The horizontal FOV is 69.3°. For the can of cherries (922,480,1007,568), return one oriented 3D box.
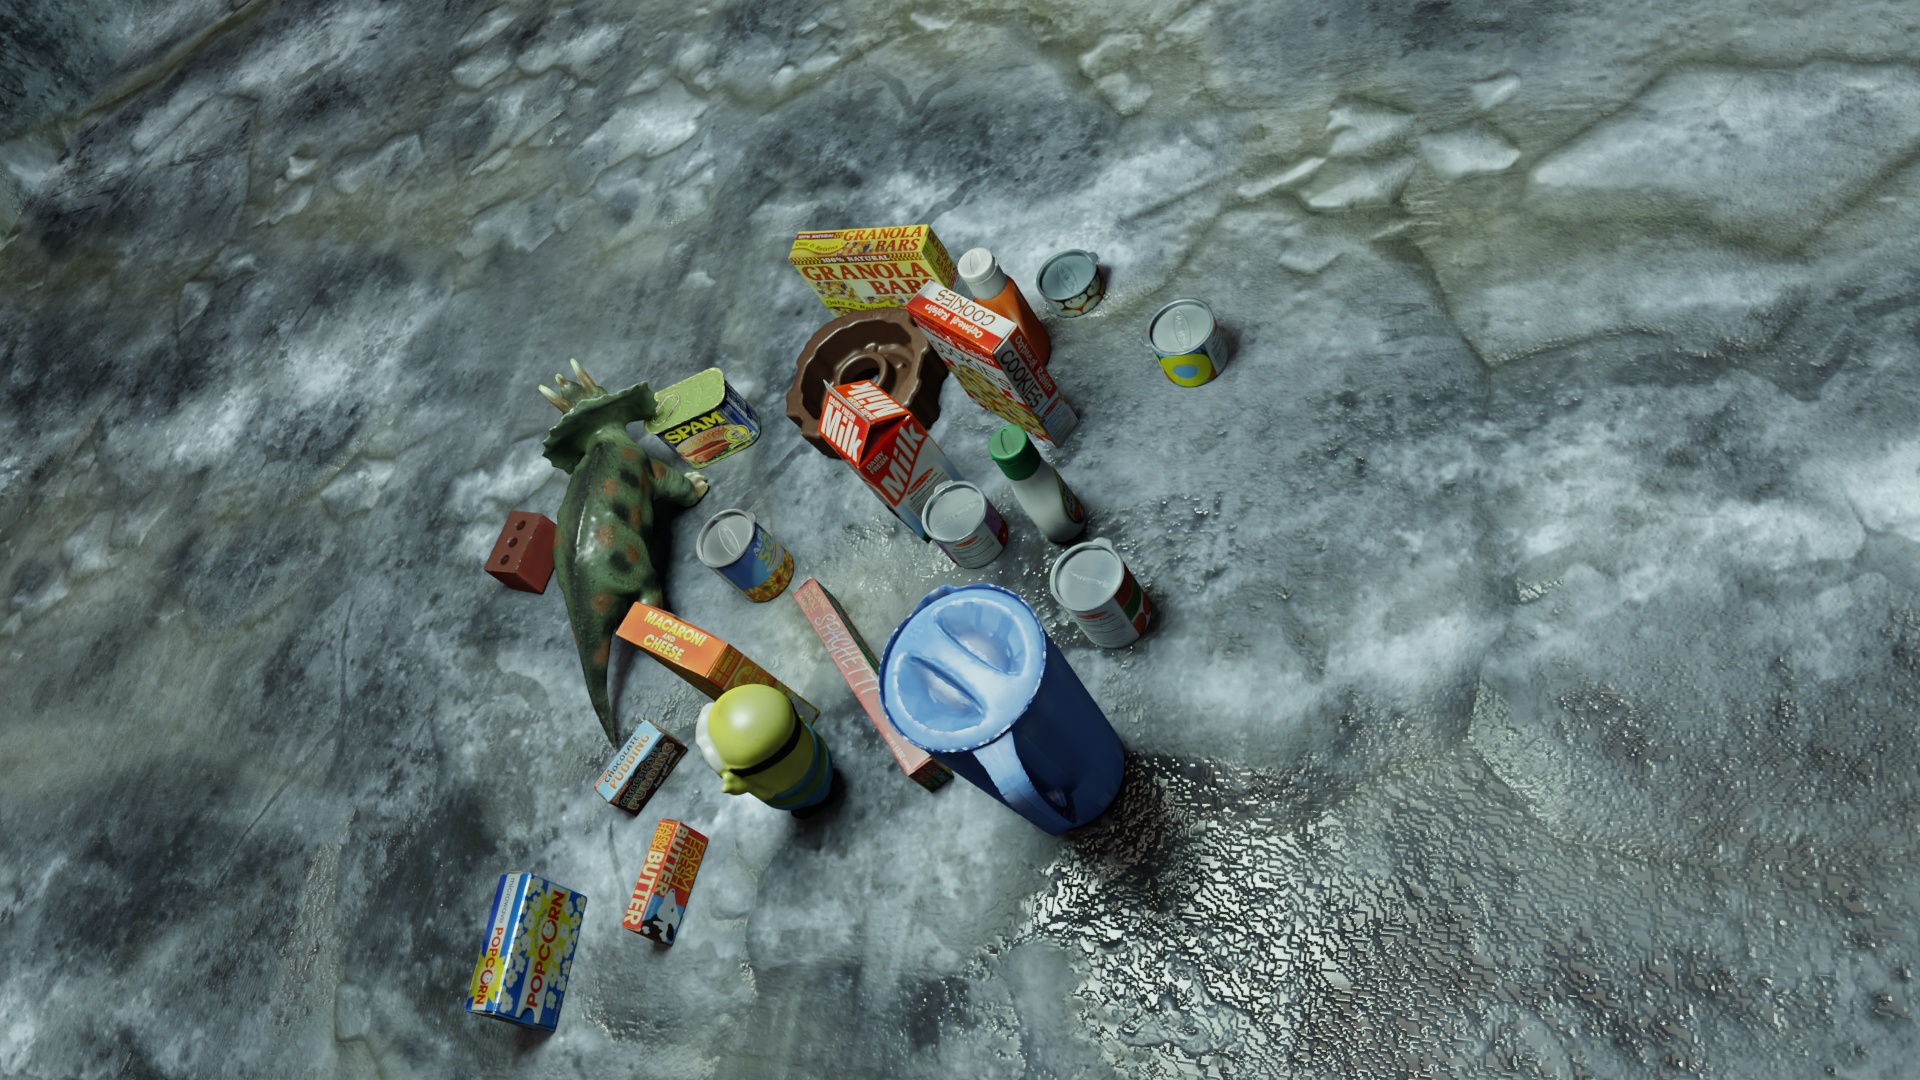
[{"bbox_3d":[0.005,-0.017,1.330,0.071,0.058,0.072,-13,57,20],"label":"can of cherries"}]

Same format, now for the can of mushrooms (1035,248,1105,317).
[{"bbox_3d":[0.117,-0.268,1.440,0.071,0.033,0.071,-12,57,20],"label":"can of mushrooms"}]

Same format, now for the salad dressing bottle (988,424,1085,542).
[{"bbox_3d":[0.069,-0.051,1.262,0.044,0.147,0.064,-22,54,14],"label":"salad dressing bottle"}]

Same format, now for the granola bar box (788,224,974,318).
[{"bbox_3d":[-0.083,-0.284,1.493,0.165,0.124,0.039,4,64,29],"label":"granola bar box"}]

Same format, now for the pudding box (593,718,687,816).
[{"bbox_3d":[-0.311,0.221,1.352,0.030,0.049,0.084,29,78,36],"label":"pudding box"}]

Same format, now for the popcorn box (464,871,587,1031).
[{"bbox_3d":[-0.398,0.378,1.278,0.038,0.085,0.127,-6,59,24],"label":"popcorn box"}]

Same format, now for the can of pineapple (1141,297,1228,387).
[{"bbox_3d":[0.216,-0.189,1.327,0.071,0.057,0.071,-13,57,20],"label":"can of pineapple"}]

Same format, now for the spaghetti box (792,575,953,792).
[{"bbox_3d":[-0.085,0.129,1.293,0.028,0.050,0.251,-39,52,1],"label":"spaghetti box"}]

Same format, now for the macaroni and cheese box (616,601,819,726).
[{"bbox_3d":[-0.223,0.123,1.292,0.124,0.166,0.040,19,72,34],"label":"macaroni and cheese box"}]

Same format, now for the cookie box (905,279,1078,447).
[{"bbox_3d":[0.031,-0.168,1.338,0.123,0.167,0.040,33,80,37],"label":"cookie box"}]

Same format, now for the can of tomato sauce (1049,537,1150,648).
[{"bbox_3d":[0.124,0.047,1.215,0.071,0.083,0.071,-13,57,20],"label":"can of tomato sauce"}]

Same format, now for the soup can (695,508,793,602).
[{"bbox_3d":[-0.215,0.015,1.405,0.071,0.083,0.071,-13,57,20],"label":"soup can"}]

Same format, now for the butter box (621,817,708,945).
[{"bbox_3d":[-0.270,0.312,1.274,0.024,0.053,0.104,3,63,28],"label":"butter box"}]

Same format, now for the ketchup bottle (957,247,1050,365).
[{"bbox_3d":[0.044,-0.232,1.382,0.043,0.148,0.065,-18,55,17],"label":"ketchup bottle"}]

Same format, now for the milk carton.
[{"bbox_3d":[-0.068,-0.084,1.323,0.073,0.190,0.072,-46,52,-4],"label":"milk carton"}]
